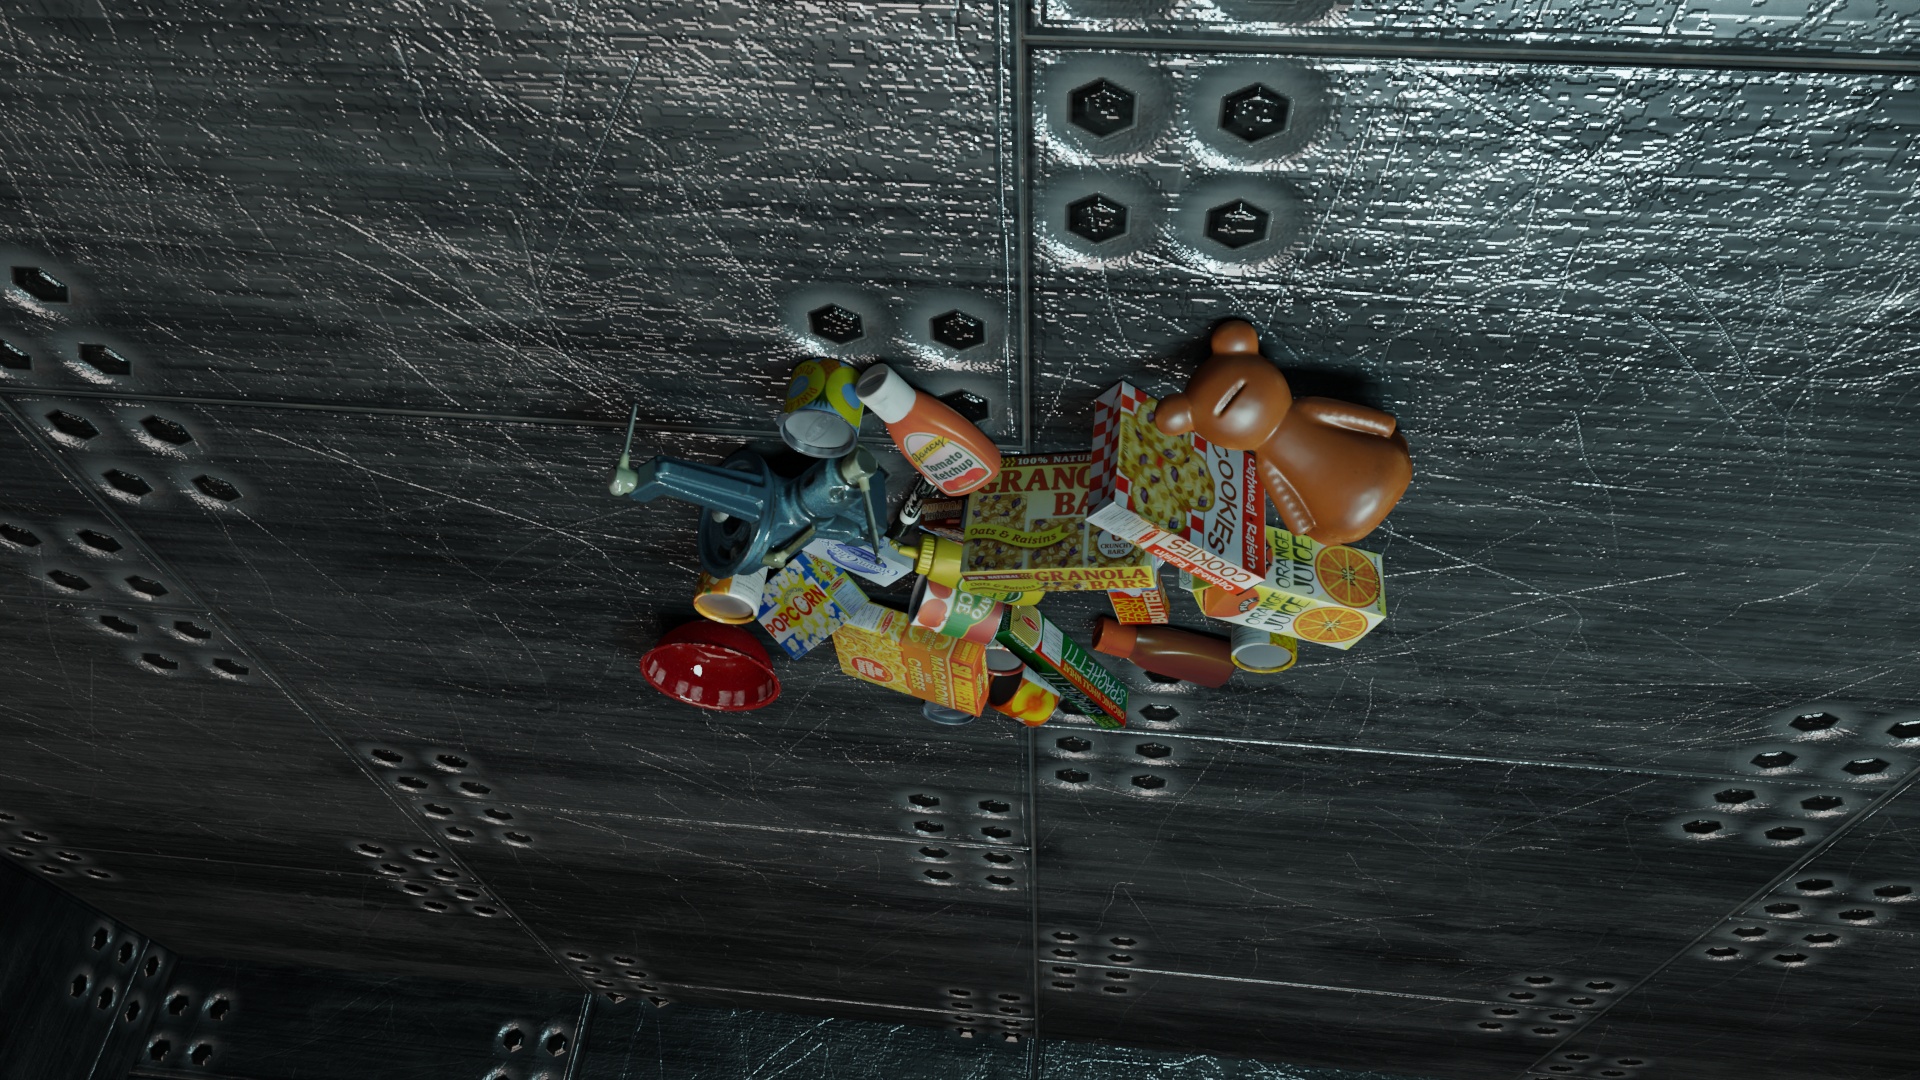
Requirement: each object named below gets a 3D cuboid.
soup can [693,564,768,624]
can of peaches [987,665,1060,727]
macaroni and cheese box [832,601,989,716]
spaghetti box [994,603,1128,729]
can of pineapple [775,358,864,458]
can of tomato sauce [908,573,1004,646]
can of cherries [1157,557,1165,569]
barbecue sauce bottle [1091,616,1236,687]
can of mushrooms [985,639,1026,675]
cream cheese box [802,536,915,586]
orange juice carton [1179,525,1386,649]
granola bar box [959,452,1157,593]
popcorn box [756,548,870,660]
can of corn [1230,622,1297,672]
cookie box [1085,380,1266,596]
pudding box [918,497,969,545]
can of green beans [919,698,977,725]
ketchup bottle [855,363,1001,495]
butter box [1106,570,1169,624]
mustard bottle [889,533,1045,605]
[{"bbox_3d":[-0.230,0.033,1.397,0.071,0.084,0.071,5,148,4],"label":"soup can"},{"bbox_3d":[0.069,0.171,1.565,0.058,0.071,0.071,31,141,-30],"label":"can of peaches"},{"bbox_3d":[-0.053,0.125,1.509,0.166,0.040,0.123,16,150,14],"label":"macaroni and cheese box"},{"bbox_3d":[0.113,0.136,1.519,0.028,0.050,0.249,-14,142,32],"label":"spaghetti box"},{"bbox_3d":[-0.116,-0.112,1.171,0.071,0.058,0.070,5,147,3],"label":"can of pineapple"},{"bbox_3d":[-0.003,0.064,1.416,0.083,0.071,0.070,16,146,-12],"label":"can of tomato sauce"},{"bbox_3d":[0.151,-0.002,1.277,0.058,0.072,0.071,30,141,-31],"label":"can of cherries"},{"bbox_3d":[0.215,0.116,1.475,0.148,0.044,0.064,15,146,-11],"label":"barbecue sauce bottle"},{"bbox_3d":[0.044,0.120,1.523,0.071,0.033,0.070,5,146,4],"label":"can of mushrooms"},{"bbox_3d":[-0.102,0.010,1.390,0.104,0.024,0.053,25,145,-26],"label":"cream cheese box"},{"bbox_3d":[0.295,0.037,1.309,0.193,0.072,0.072,14,146,-11],"label":"orange juice carton"},{"bbox_3d":[0.090,-0.017,1.217,0.165,0.125,0.039,-2,146,15],"label":"granola bar box"},{"bbox_3d":[-0.162,0.063,1.440,0.085,0.038,0.126,49,138,-4],"label":"popcorn box"},{"bbox_3d":[0.309,0.095,1.409,0.071,0.058,0.070,5,147,4],"label":"can of corn"},{"bbox_3d":[0.183,-0.042,1.161,0.167,0.123,0.040,25,144,-26],"label":"cookie box"},{"bbox_3d":[0.005,-0.016,1.296,0.049,0.030,0.083,2,167,35],"label":"pudding box"},{"bbox_3d":[-0.010,0.172,1.592,0.071,0.058,0.071,5,147,3],"label":"can of green beans"},{"bbox_3d":[-0.030,-0.096,1.193,0.064,0.044,0.148,-24,136,28],"label":"ketchup bottle"},{"bbox_3d":[0.176,0.050,1.396,0.053,0.024,0.103,-4,146,18],"label":"butter box"},{"bbox_3d":[0.007,0.023,1.366,0.160,0.049,0.065,12,146,-7],"label":"mustard bottle"}]
